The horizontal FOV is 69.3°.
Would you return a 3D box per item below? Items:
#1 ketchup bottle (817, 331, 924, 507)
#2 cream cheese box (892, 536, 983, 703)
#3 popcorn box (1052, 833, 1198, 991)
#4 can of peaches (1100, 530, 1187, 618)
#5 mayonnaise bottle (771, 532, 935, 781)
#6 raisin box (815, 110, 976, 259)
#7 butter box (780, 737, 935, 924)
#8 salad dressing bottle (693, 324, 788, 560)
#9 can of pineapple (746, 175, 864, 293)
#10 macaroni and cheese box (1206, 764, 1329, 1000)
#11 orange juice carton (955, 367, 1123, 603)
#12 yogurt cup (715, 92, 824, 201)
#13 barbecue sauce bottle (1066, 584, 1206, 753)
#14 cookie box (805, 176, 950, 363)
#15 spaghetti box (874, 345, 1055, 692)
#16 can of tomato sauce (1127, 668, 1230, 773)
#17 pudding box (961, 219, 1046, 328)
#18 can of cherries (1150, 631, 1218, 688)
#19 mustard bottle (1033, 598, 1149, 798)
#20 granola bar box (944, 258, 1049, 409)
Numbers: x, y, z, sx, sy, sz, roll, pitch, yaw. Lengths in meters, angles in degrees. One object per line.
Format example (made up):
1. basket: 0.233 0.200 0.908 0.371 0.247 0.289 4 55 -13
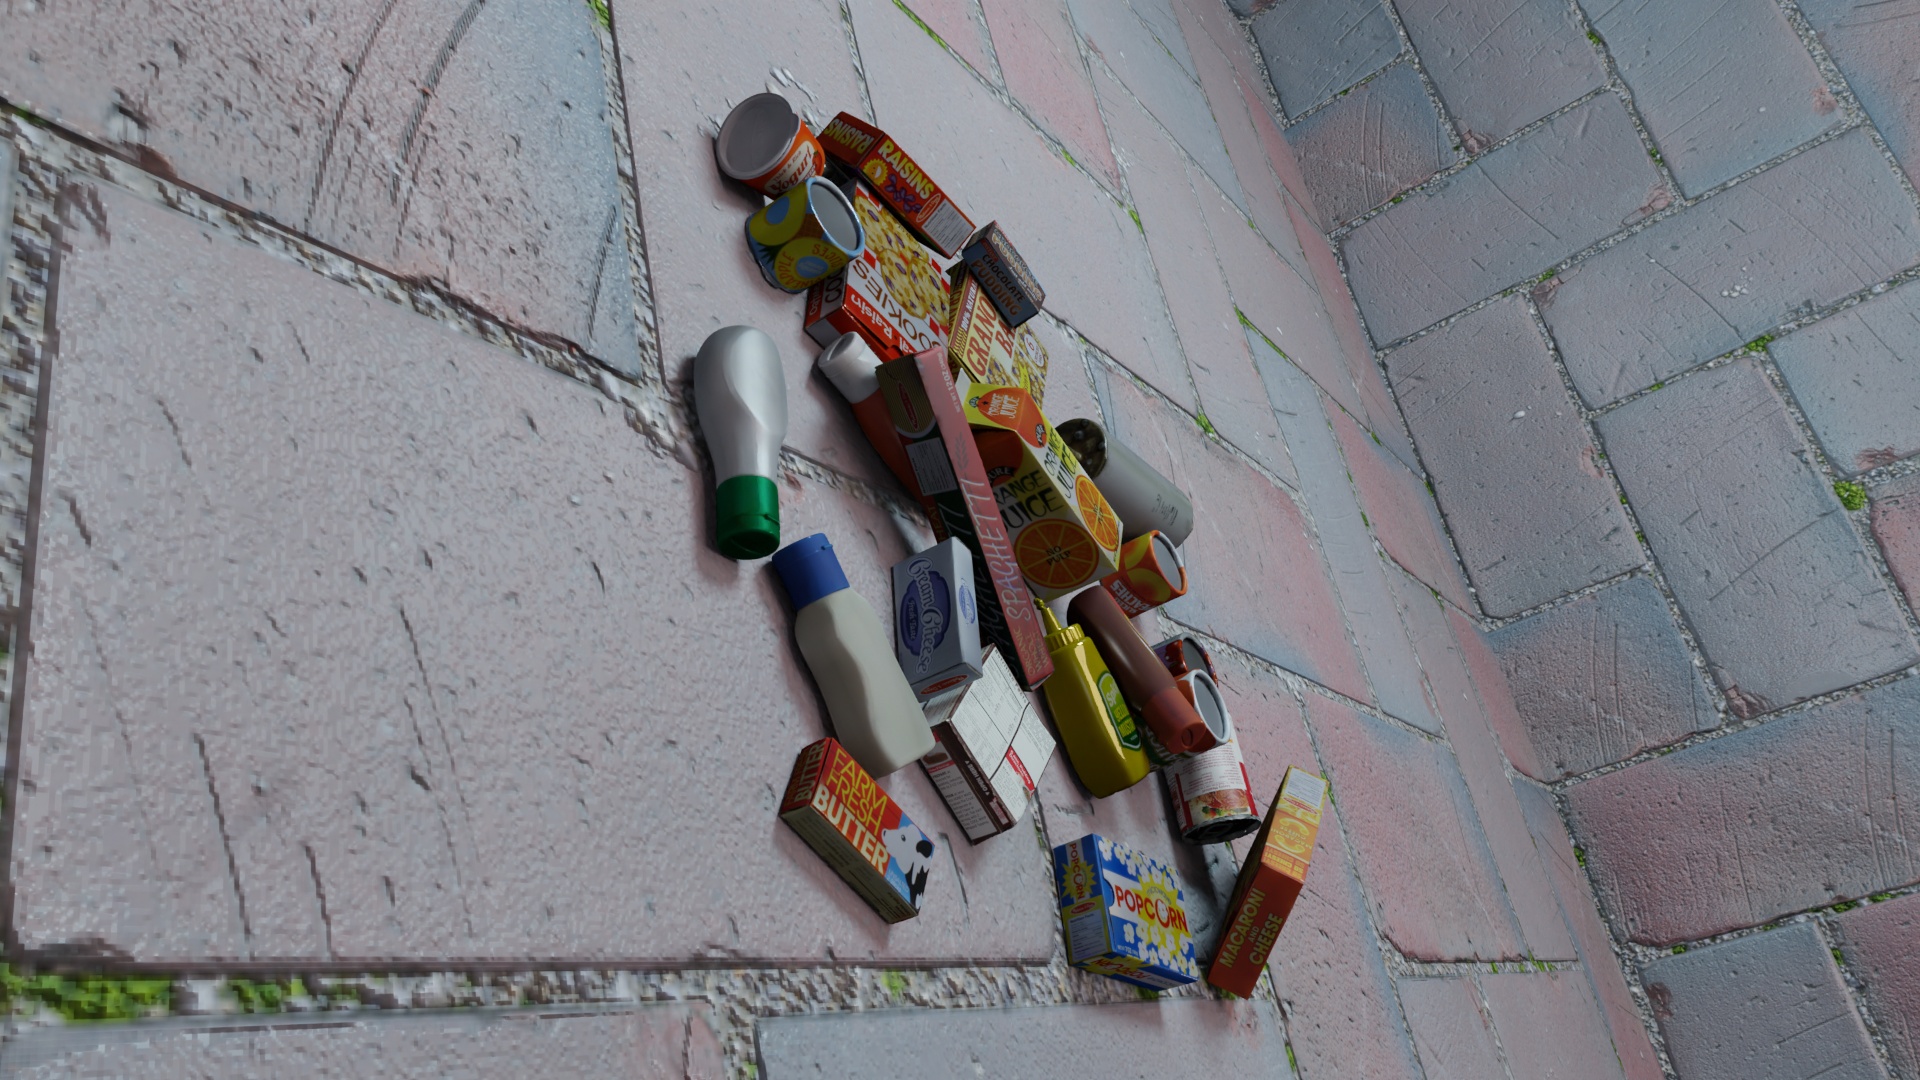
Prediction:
1. ketchup bottle: -0.044 -0.086 1.014 0.148 0.043 0.065 48 40 -27
2. cream cheese box: -0.016 0.052 0.929 0.024 0.053 0.104 39 35 -44
3. popcorn box: 0.119 0.268 0.995 0.126 0.038 0.085 33 40 -46
4. can of peaches: 0.167 0.032 1.270 0.071 0.058 0.071 43 32 -36
5. mayonnaise bottle: -0.067 0.069 0.837 0.148 0.041 0.065 65 25 5
6. raisin box: -0.054 -0.293 1.149 0.123 0.040 0.086 39 3 -40
7. butter box: -0.056 0.165 0.787 0.103 0.024 0.053 51 30 -24
8. salad dressing bottle: -0.131 -0.060 0.837 0.064 0.044 0.148 34 40 -48
9. can of pineapple: -0.110 -0.218 0.998 0.071 0.057 0.071 42 34 -37
10. macaroni and cheese box: 0.254 0.277 1.144 0.040 0.123 0.167 23 24 13
11. orange juice carton: 0.049 -0.049 1.113 0.192 0.073 0.072 52 27 -23
12. yogurt cup: -0.135 -0.281 1.007 0.054 0.072 0.072 32 39 -59
13. barbecue sauce bottle: 0.139 0.104 1.107 0.149 0.044 0.064 55 -10 39
14. cookie box: -0.060 -0.186 1.079 0.122 0.040 0.168 42 33 -35
15. spaghetti box: 0.003 -0.012 0.977 0.029 0.050 0.249 -26 100 -36
16. can of tomato sauce: 0.170 0.151 1.140 0.071 0.083 0.071 43 33 -36
17. pudding box: 0.039 -0.234 1.224 0.083 0.030 0.050 53 27 -18
18. can of cherries: 0.187 0.123 1.224 0.071 0.058 0.072 42 33 -36
19. mustard bottle: 0.093 0.116 1.072 0.160 0.048 0.065 66 23 4
20. granola bar box: 0.024 -0.157 1.205 0.124 0.039 0.166 49 30 -26
